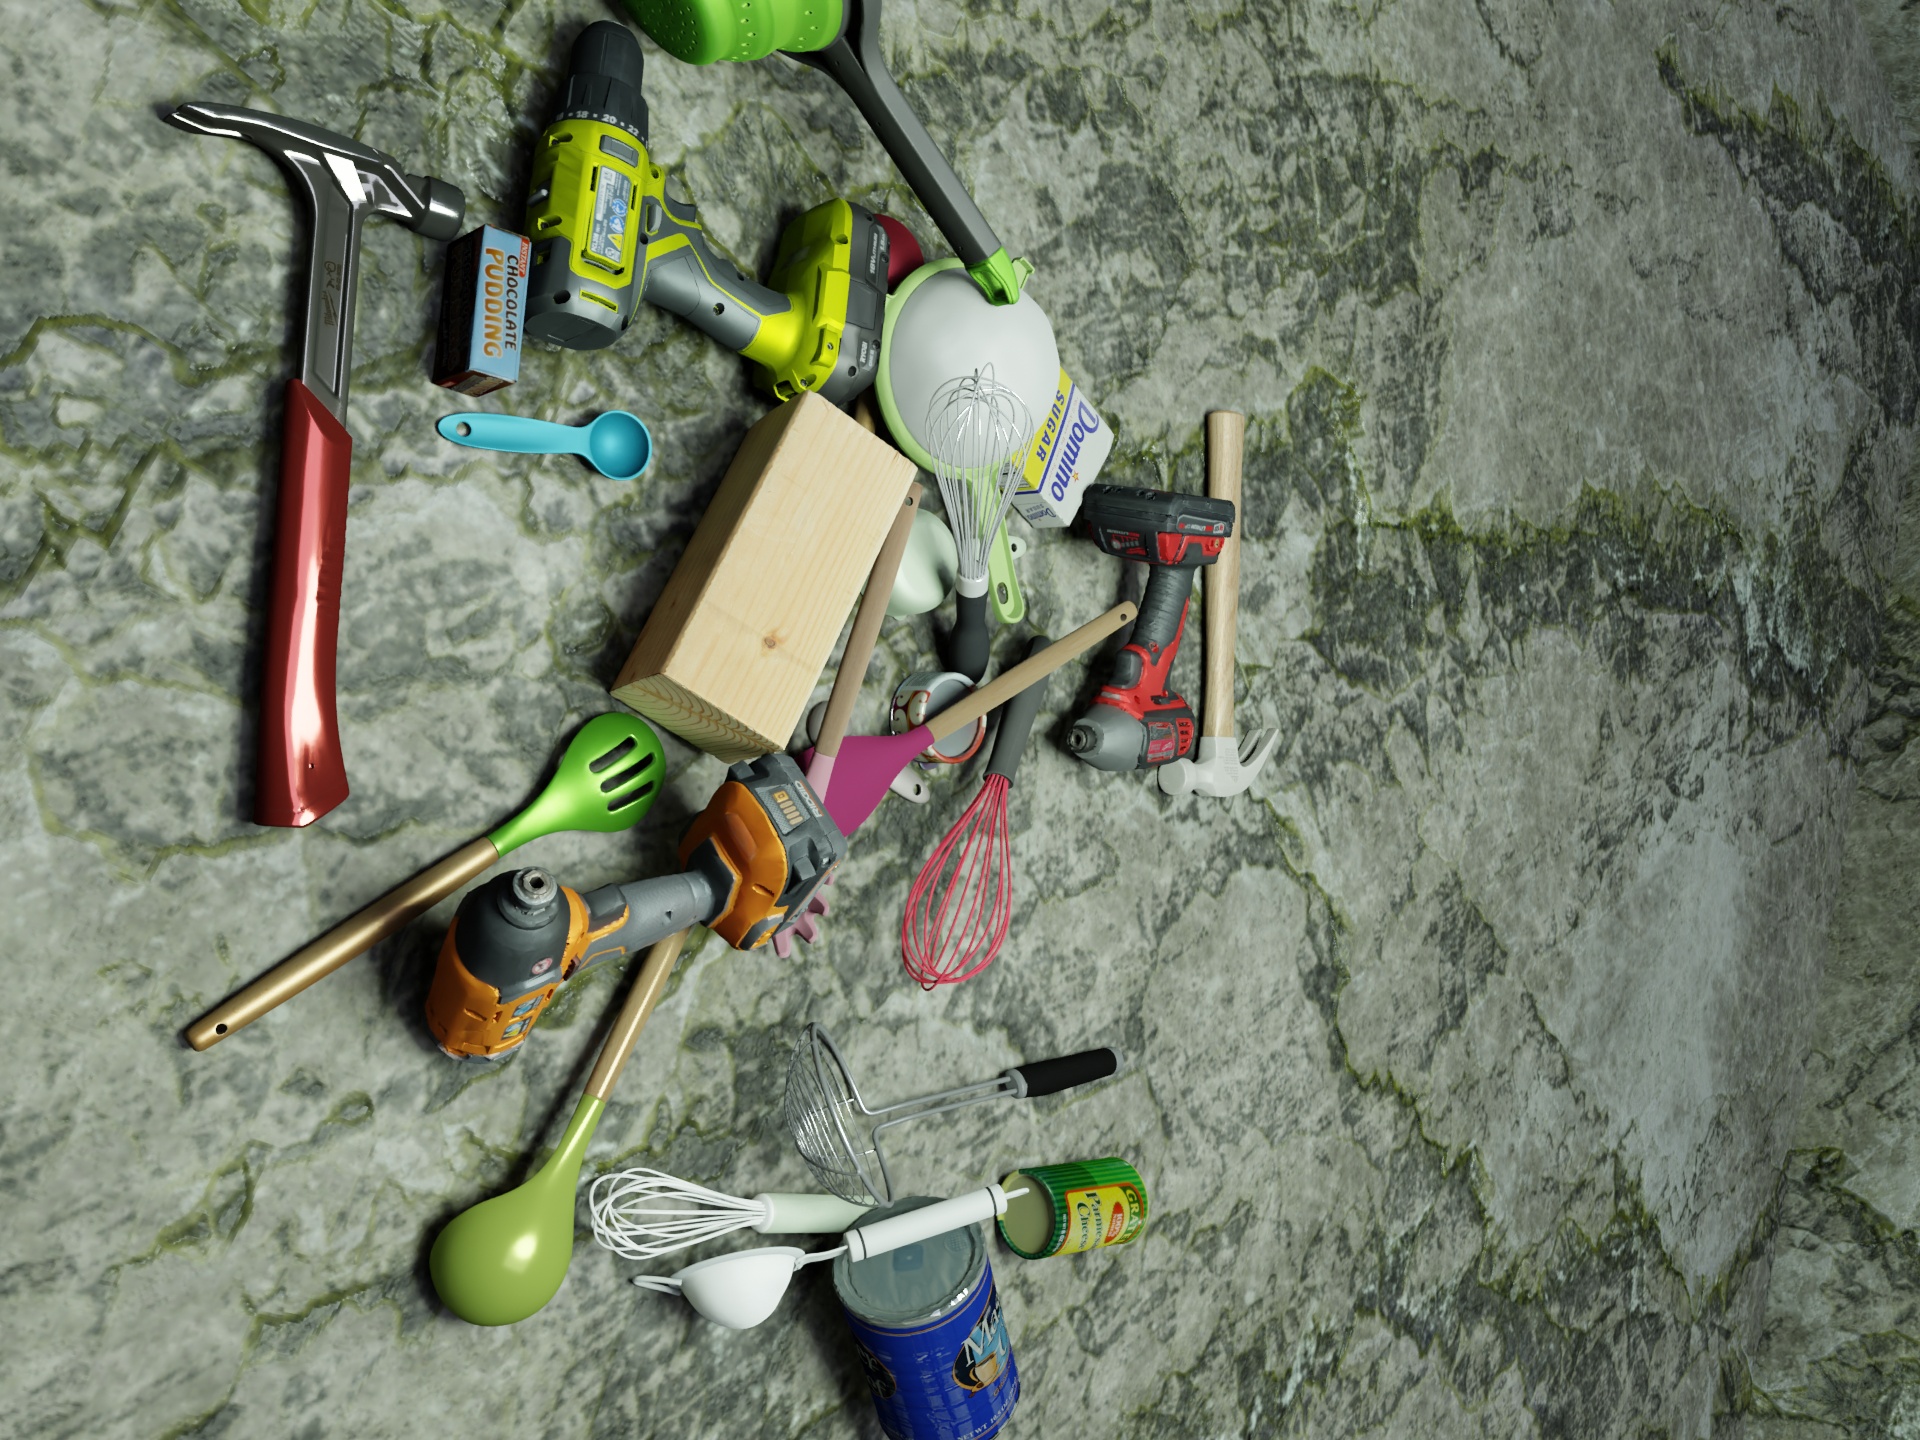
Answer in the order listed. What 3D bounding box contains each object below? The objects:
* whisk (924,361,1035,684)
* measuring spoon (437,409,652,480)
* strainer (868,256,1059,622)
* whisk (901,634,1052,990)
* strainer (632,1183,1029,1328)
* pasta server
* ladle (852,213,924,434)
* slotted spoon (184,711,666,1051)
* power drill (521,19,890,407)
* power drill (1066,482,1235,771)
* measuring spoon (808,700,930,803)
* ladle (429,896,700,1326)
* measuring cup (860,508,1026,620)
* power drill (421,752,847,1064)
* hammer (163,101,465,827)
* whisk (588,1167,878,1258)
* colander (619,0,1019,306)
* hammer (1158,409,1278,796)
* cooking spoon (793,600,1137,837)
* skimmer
[{"bbox_3d":[0.008,-0.117,1.060,0.070,0.070,0.284,-48,156,-32],"label":"whisk"},{"bbox_3d":[-0.244,-0.164,0.931,0.128,0.021,0.042,0,91,-35],"label":"measuring spoon"},{"bbox_3d":[0.027,-0.190,1.094,0.151,0.069,0.256,-22,108,-36],"label":"strainer"},{"bbox_3d":[0.022,0.059,1.131,0.073,0.073,0.296,43,52,-35],"label":"whisk"},{"bbox_3d":[-0.074,0.336,1.006,0.258,0.086,0.050,-13,61,-18],"label":"strainer"},{"bbox_3d":[-0.078,-0.003,1.025,0.060,0.040,0.316,18,93,-14],"label":"pasta server"},{"bbox_3d":[-0.069,-0.199,1.090,0.069,0.031,0.315,16,81,-40],"label":"ladle"},{"bbox_3d":[-0.282,0.087,0.885,0.314,0.031,0.070,-36,115,-36],"label":"slotted spoon"},{"bbox_3d":[-0.155,-0.298,0.971,0.228,0.080,0.191,15,75,-41],"label":"power drill"},{"bbox_3d":[0.139,-0.068,1.231,0.143,0.079,0.219,-6,106,-53],"label":"power drill"},{"bbox_3d":[-0.057,0.026,1.105,0.124,0.018,0.034,39,64,-38],"label":"measuring spoon"},{"bbox_3d":[-0.214,0.201,0.949,0.078,0.062,0.320,43,55,-32],"label":"ladle"},{"bbox_3d":[-0.002,-0.119,1.142,0.167,0.038,0.083,-12,99,-41],"label":"measuring cup"},{"bbox_3d":[-0.178,0.098,0.881,0.226,0.164,0.084,-22,70,-37],"label":"power drill"},{"bbox_3d":[-0.342,-0.125,0.819,0.149,0.037,0.359,7,85,-44],"label":"hammer"},{"bbox_3d":[-0.134,0.315,1.019,0.246,0.059,0.058,19,114,-46],"label":"whisk"},{"bbox_3d":[-0.102,-0.389,0.943,0.094,0.205,0.396,-45,116,-14],"label":"colander"},{"bbox_3d":[0.226,-0.100,1.369,0.130,0.031,0.331,4,87,-44],"label":"hammer"},{"bbox_3d":[-0.002,-0.004,1.102,0.319,0.017,0.068,-32,112,-21],"label":"cooking spoon"},{"bbox_3d":[0.017,0.257,1.128,0.363,0.090,0.127,0,58,-46],"label":"skimmer"}]
